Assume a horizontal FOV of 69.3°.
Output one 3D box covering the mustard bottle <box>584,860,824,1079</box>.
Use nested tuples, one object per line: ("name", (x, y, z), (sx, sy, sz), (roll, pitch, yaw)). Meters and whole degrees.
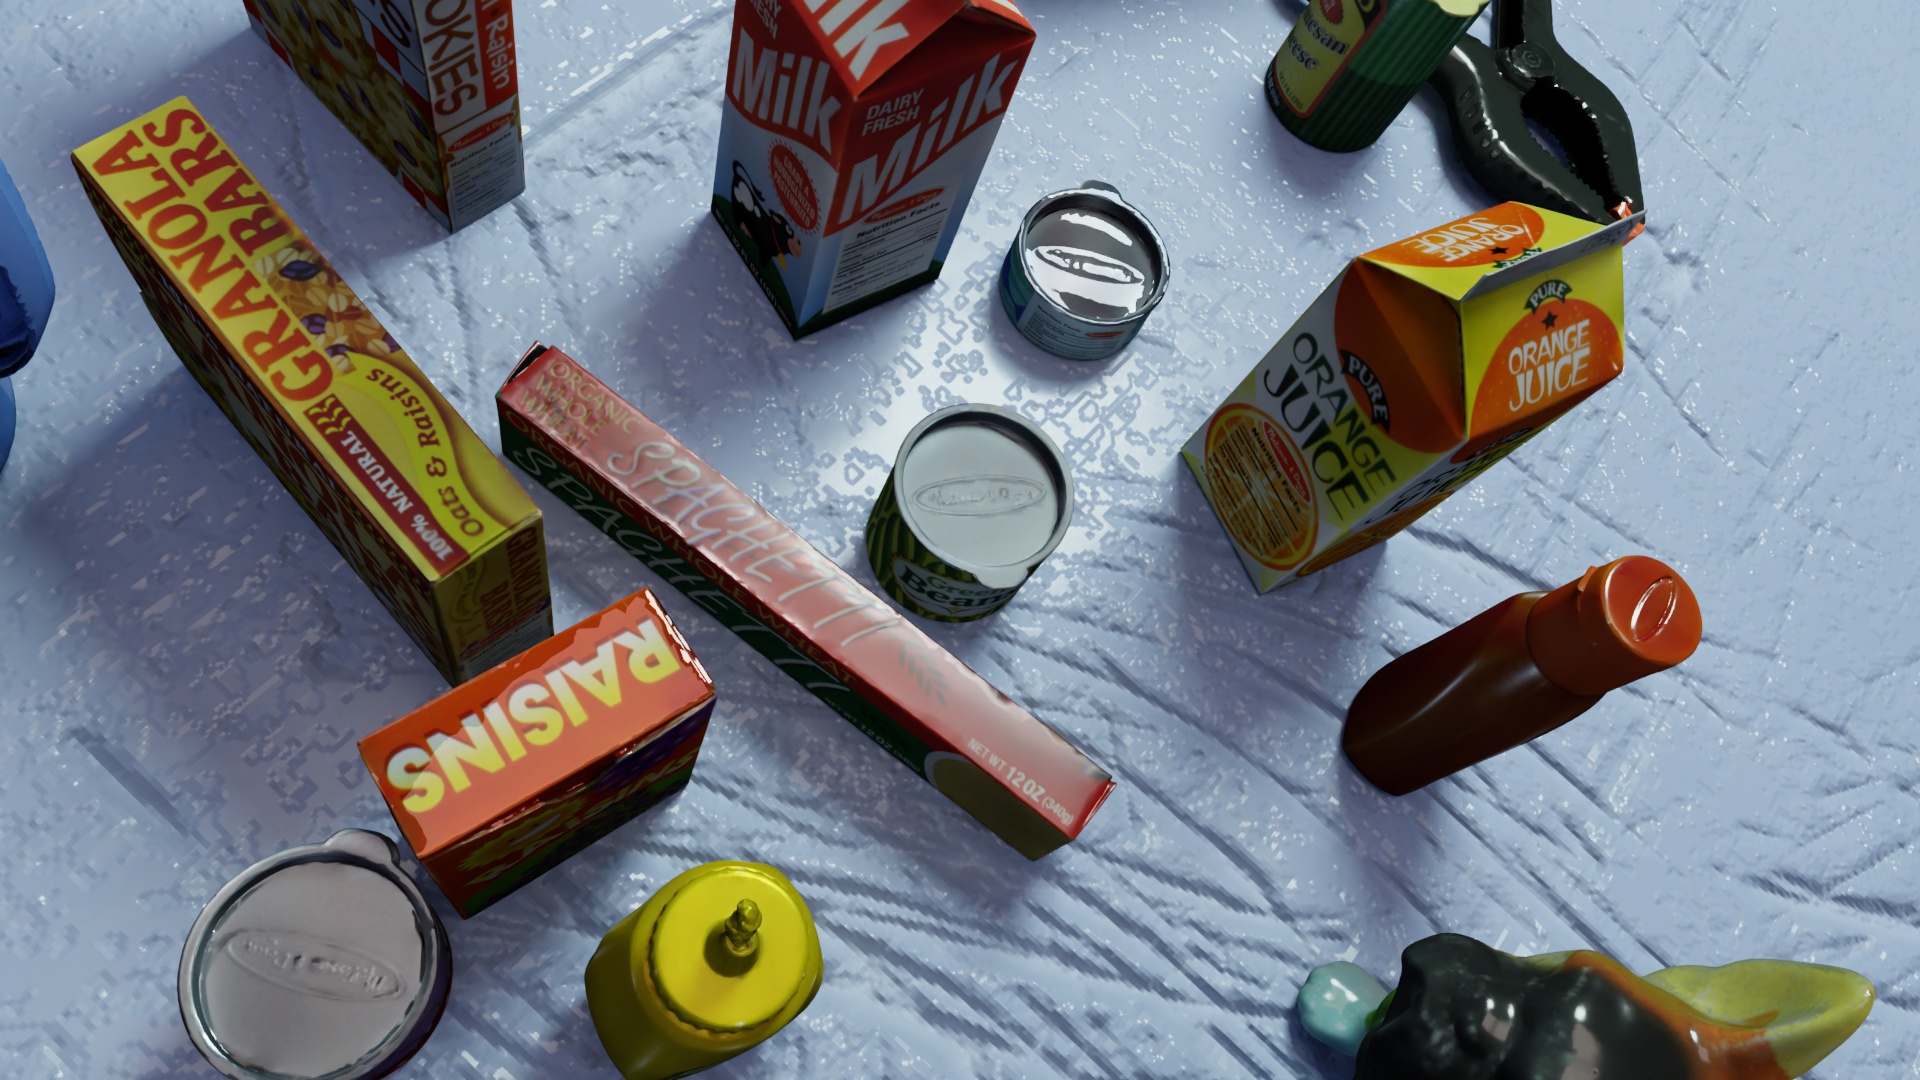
("mustard bottle", (-0.069, 0.118, 0.383), (0.065, 0.159, 0.049), (-22, 76, -22))

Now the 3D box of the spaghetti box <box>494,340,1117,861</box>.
("spaghetti box", (-0.059, 0.023, 0.487), (0.250, 0.050, 0.029), (37, 64, 2))

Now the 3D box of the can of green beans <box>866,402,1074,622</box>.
("can of green beans", (0.002, -0.009, 0.512), (0.071, 0.057, 0.071), (5, 67, -13))

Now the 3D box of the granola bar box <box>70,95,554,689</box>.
("granola bar box", (-0.195, -0.035, 0.434), (0.039, 0.123, 0.165), (-39, 82, -25))

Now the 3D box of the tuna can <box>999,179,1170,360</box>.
("tuna can", (0.051, -0.113, 0.583), (0.071, 0.032, 0.071), (5, 67, -13))

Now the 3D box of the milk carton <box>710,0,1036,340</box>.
("milk carton", (-0.034, -0.158, 0.491), (0.074, 0.189, 0.072), (-27, 78, -23))

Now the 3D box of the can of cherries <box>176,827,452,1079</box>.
("can of cherries", (-0.183, 0.124, 0.407), (0.071, 0.058, 0.072), (5, 67, -13))

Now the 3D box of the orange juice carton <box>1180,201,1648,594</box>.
("orange juice carton", (0.158, -0.054, 0.498), (0.072, 0.192, 0.073), (-21, 75, -22))

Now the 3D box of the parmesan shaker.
("parmesan shaker", (0.189, -0.231, 0.630), (0.071, 0.102, 0.071), (5, 67, -13))

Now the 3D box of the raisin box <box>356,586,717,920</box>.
("raisin box", (-0.122, 0.067, 0.411), (0.086, 0.123, 0.040), (-29, 78, -23))

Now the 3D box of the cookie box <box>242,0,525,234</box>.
("cookie box", (-0.206, -0.202, 0.477), (0.123, 0.166, 0.040), (46, 65, 6))

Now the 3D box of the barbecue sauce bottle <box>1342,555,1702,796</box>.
("barbecue sauce bottle", (0.193, 0.047, 0.489), (0.044, 0.148, 0.065), (42, 64, 4))
